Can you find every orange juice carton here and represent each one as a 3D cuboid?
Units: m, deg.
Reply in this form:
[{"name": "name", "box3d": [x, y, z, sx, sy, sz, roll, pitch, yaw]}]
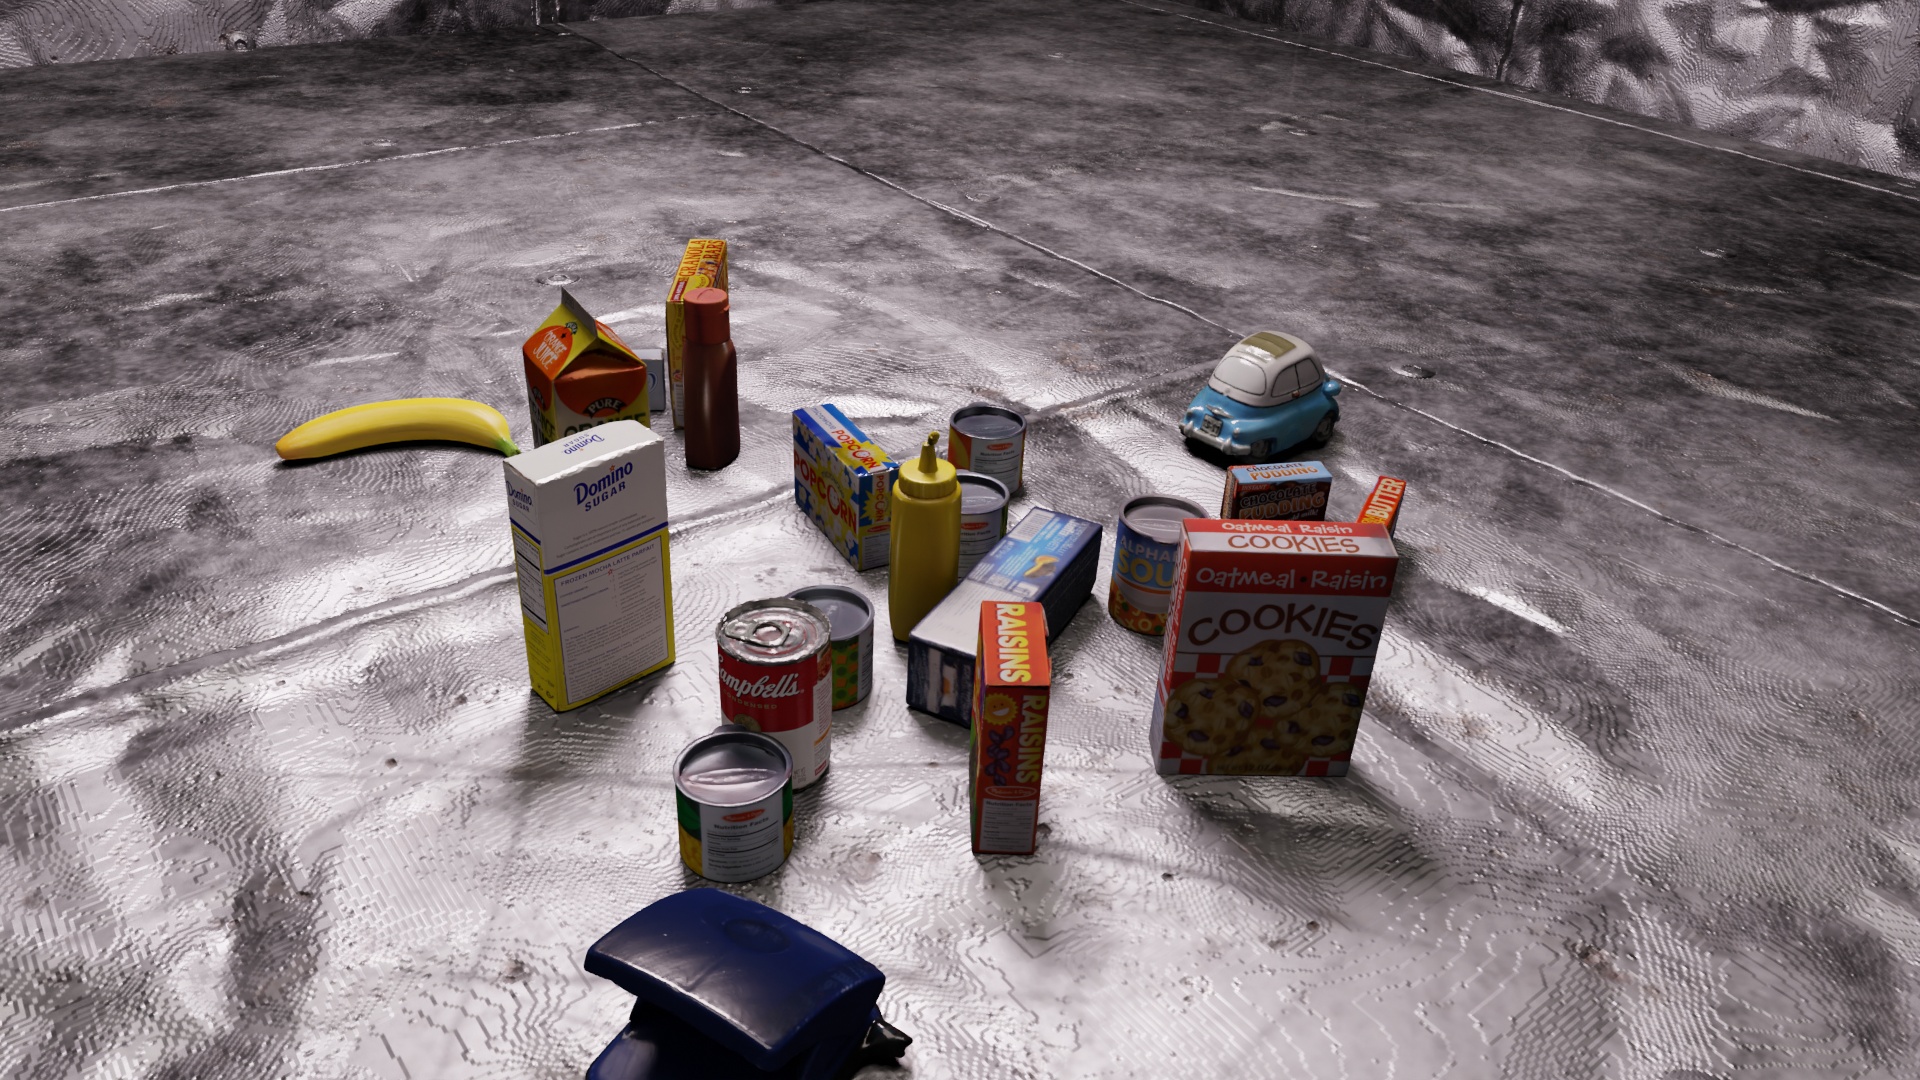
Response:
[{"name": "orange juice carton", "box3d": [-0.279, -0.090, 1.046, 0.073, 0.191, 0.072, -15, 35, -28]}]

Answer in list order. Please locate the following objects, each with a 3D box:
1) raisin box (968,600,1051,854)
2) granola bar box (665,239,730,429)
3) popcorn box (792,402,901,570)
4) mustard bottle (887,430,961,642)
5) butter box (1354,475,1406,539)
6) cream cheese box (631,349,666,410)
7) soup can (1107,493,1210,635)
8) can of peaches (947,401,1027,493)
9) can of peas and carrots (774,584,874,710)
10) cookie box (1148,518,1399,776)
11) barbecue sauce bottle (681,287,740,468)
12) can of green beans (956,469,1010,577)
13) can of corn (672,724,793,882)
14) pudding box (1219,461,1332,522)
[{"name": "raisin box", "box3d": [0.028, 0.108, 0.809, 0.040, 0.122, 0.086, 2, 30, -1]}, {"name": "granola bar box", "box3d": [-0.243, -0.194, 1.293, 0.039, 0.123, 0.166, 1, 31, -4]}, {"name": "popcorn box", "box3d": [-0.091, -0.044, 1.092, 0.038, 0.084, 0.127, -14, 35, -26]}, {"name": "mustard bottle", "box3d": [-0.024, -0.006, 0.961, 0.049, 0.159, 0.065, 5, 30, 3]}, {"name": "butter box", "box3d": [0.327, -0.006, 1.099, 0.024, 0.052, 0.104, 16, 33, 21]}, {"name": "cream cheese box", "box3d": [-0.323, -0.146, 1.273, 0.104, 0.053, 0.024, -2, 31, -9]}, {"name": "soup can", "box3d": [0.143, 0.019, 1.010, 0.071, 0.083, 0.072, 2, 31, -1]}, {"name": "can of peaches", "box3d": [0.022, -0.078, 1.186, 0.071, 0.057, 0.071, 2, 31, -1]}, {"name": "can of peas and carrots", "box3d": [-0.093, 0.071, 0.924, 0.071, 0.058, 0.071, 2, 31, -1]}, {"name": "cookie box", "box3d": [0.187, 0.067, 0.851, 0.123, 0.166, 0.040, 1, 30, -3]}, {"name": "barbecue sauce bottle", "box3d": [-0.212, -0.138, 1.178, 0.044, 0.147, 0.065, 8, 31, 9]}, {"name": "can of green beans", "box3d": [0.004, -0.012, 1.074, 0.071, 0.057, 0.071, 2, 31, -1]}, {"name": "can of corn", "box3d": [-0.128, 0.149, 0.790, 0.071, 0.058, 0.071, 2, 31, -1]}, {"name": "pudding box", "box3d": [0.261, -0.037, 1.148, 0.084, 0.049, 0.030, -3, 31, -11]}]
